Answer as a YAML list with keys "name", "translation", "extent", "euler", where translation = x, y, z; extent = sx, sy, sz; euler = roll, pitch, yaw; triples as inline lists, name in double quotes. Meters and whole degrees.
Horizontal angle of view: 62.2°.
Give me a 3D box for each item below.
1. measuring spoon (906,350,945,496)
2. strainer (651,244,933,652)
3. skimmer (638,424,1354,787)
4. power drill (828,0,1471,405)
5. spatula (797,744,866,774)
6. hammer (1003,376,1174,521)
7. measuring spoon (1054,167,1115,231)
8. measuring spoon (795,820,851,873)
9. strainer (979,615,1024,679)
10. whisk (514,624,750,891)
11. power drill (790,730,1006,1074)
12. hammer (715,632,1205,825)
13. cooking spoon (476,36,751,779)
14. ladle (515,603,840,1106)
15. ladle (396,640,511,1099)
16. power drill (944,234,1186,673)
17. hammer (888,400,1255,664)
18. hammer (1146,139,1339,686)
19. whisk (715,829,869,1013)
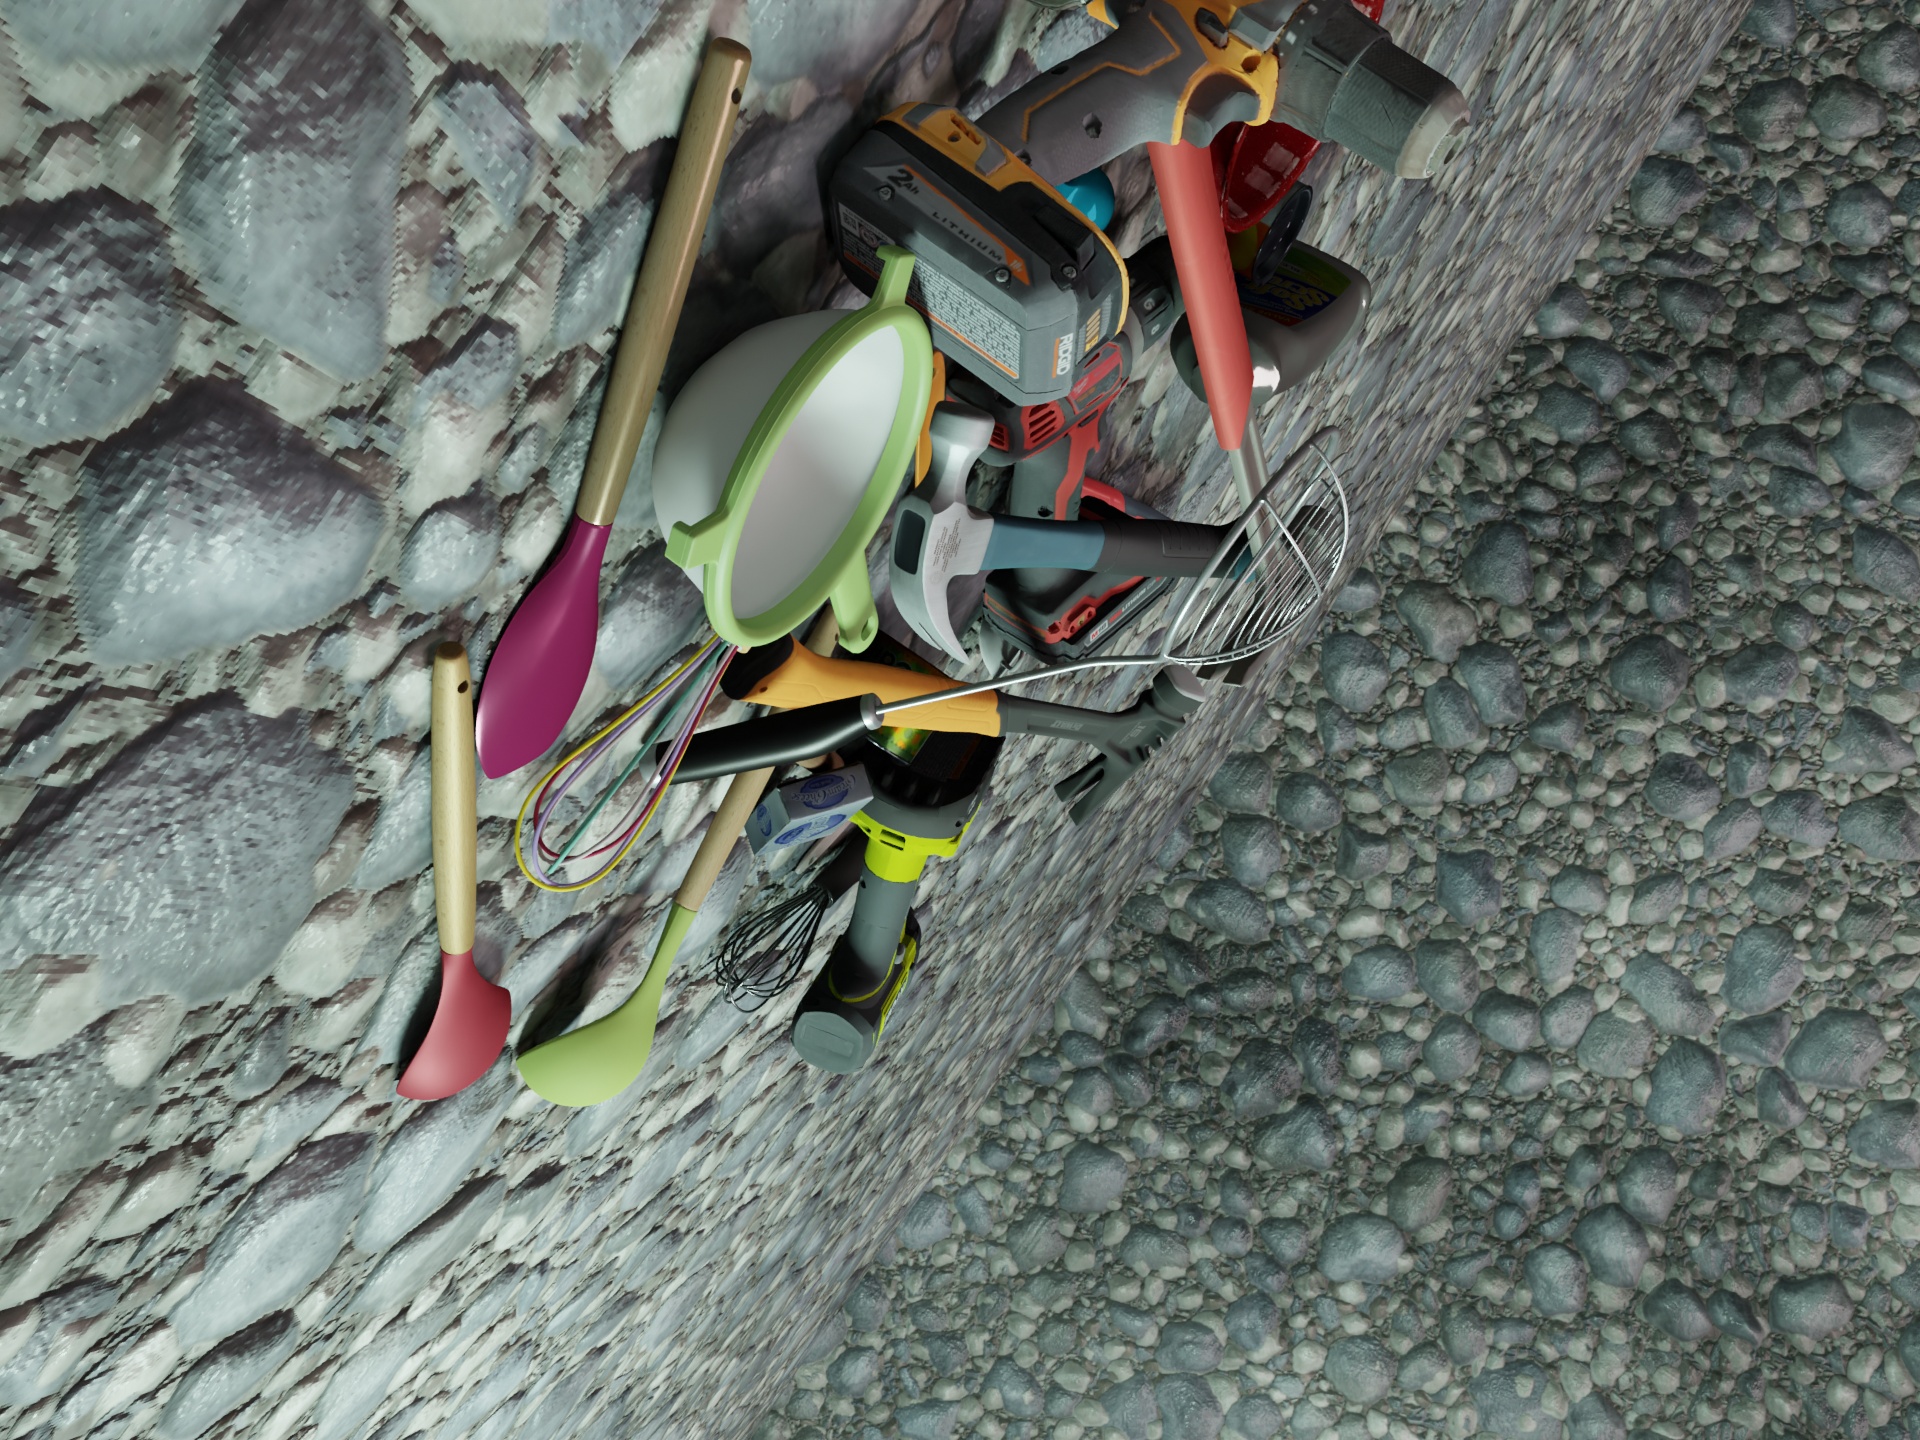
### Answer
- name: "measuring spoon"
  translation: [-0.021, -0.152, 0.848]
  extent: [0.021, 0.011, 0.116]
  euler: [-46, 159, -32]
- name: "strainer"
  translation: [-0.075, -0.094, 0.691]
  extent: [0.151, 0.069, 0.256]
  euler: [-57, 169, -14]
- name: "skimmer"
  translation: [0.009, -0.047, 0.751]
  extent: [0.363, 0.090, 0.127]
  euler: [-14, 176, 14]
- name: "power drill"
  translation: [0.081, -0.233, 0.652]
  extent: [0.226, 0.185, 0.084]
  euler: [-47, 165, -16]
- name: "spatula"
  translation: [-0.078, 0.026, 0.973]
  extent: [0.060, 0.018, 0.316]
  euler: [-56, 173, -3]
- name: "hammer"
  translation: [0.117, -0.167, 1.174]
  extent: [0.143, 0.038, 0.386]
  euler: [-60, 164, 12]
- name: "measuring spoon"
  translation: [0.052, -0.261, 0.802]
  extent: [0.042, 0.021, 0.128]
  euler: [-61, 165, 21]
- name: "measuring spoon"
  translation: [-0.072, 0.071, 1.140]
  extent: [0.124, 0.018, 0.034]
  euler: [-46, 162, -29]
- name: "strainer"
  translation: [0.061, -0.077, 1.195]
  extent: [0.087, 0.050, 0.258]
  euler: [-54, 172, 20]
- name: "whisk"
  translation: [-0.124, -0.024, 0.748]
  extent: [0.245, 0.047, 0.051]
  euler: [-55, 177, -17]
- name: "power drill"
  translation: [-0.043, 0.105, 1.073]
  extent: [0.171, 0.080, 0.223]
  euler: [-57, 167, -62]
- name: "hammer"
  translation: [-0.001, -0.003, 0.911]
  extent: [0.336, 0.034, 0.127]
  euler: [10, 132, -45]
- name: "cooking spoon"
  translation: [-0.132, -0.098, 0.600]
  extent: [0.069, 0.017, 0.318]
  euler: [-36, 156, -54]
- name: "ladle"
  translation: [-0.151, 0.074, 0.890]
  extent: [0.320, 0.062, 0.078]
  euler: [-62, 163, 2]
- name: "ladle"
  translation: [-0.221, 0.081, 0.699]
  extent: [0.069, 0.031, 0.315]
  euler: [-41, 158, -41]
- name: "power drill"
  translation: [0.080, -0.159, 0.930]
  extent: [0.188, 0.080, 0.226]
  euler: [-41, 146, -24]
- name: "hammer"
  translation: [0.080, -0.098, 0.882]
  extent: [0.331, 0.033, 0.128]
  euler: [-5, 120, -50]
- name: "hammer"
  translation: [0.139, -0.193, 0.866]
  extent: [0.149, 0.037, 0.358]
  euler: [-52, 137, -32]
- name: "whisk"
  translation: [-0.098, 0.127, 1.134]
  extent: [0.239, 0.055, 0.055]
  euler: [-44, 162, -48]
